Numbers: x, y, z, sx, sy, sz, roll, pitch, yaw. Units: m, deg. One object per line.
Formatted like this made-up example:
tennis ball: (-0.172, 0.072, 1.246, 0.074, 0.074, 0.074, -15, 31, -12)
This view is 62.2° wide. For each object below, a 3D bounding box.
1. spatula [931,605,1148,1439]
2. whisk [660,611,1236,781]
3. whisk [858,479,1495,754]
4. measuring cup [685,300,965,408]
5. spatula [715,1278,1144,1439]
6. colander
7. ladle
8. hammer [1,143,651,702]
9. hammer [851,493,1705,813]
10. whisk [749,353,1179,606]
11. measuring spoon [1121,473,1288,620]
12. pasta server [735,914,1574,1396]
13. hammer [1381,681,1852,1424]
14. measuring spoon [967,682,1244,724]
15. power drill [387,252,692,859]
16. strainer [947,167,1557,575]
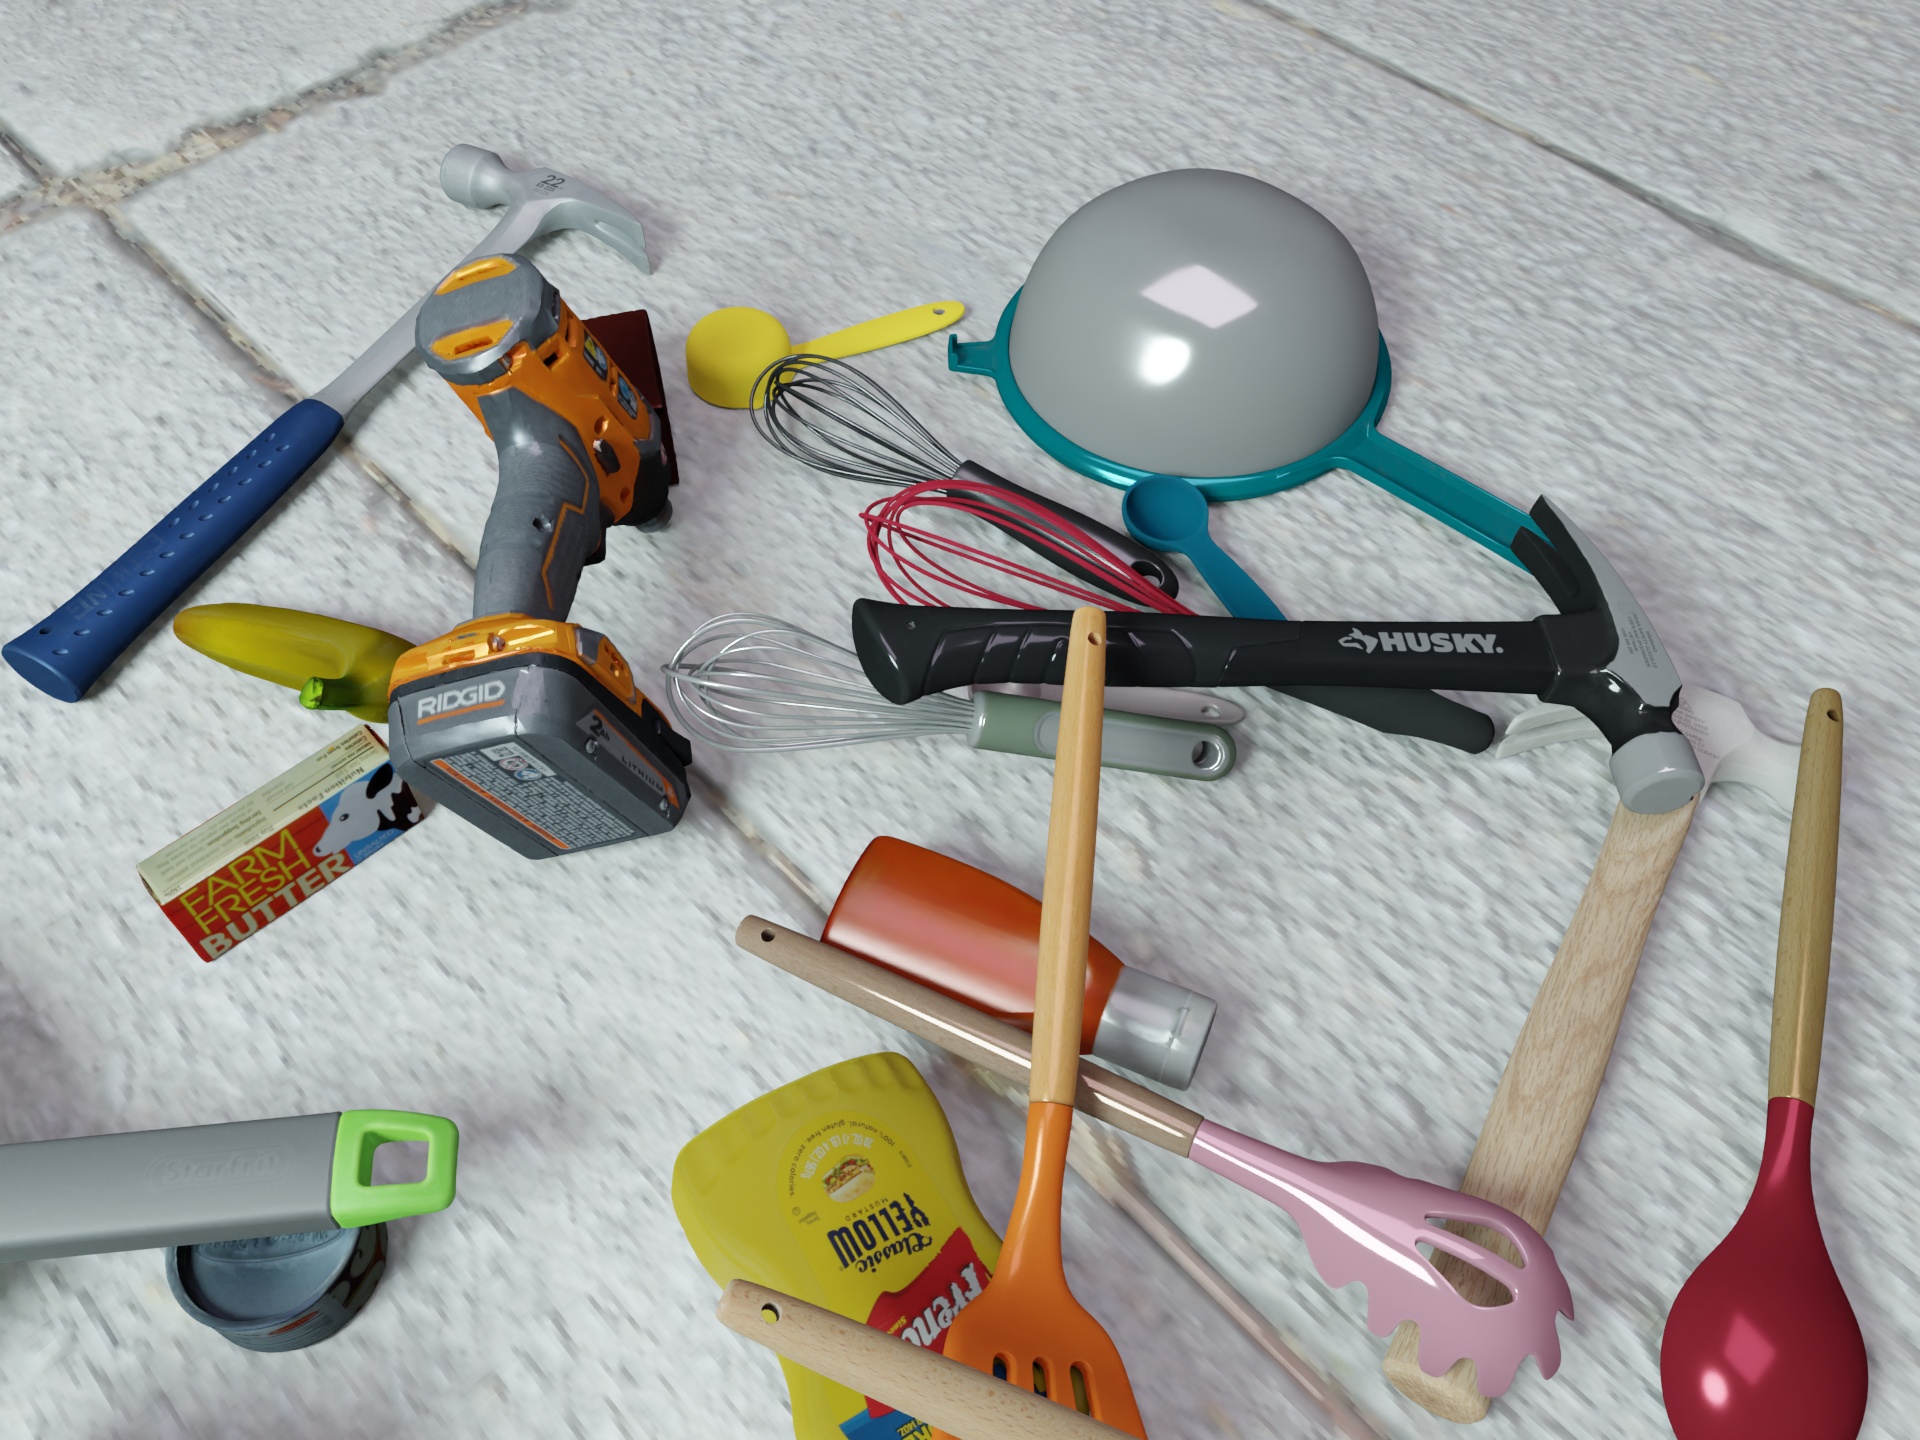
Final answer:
spatula: (0.036, 0.103, 0.530, 0.081, 0.041, 0.323, 13, 65, -15)
whisk: (-0.001, -0.002, 0.661, 0.246, 0.059, 0.058, 8, 97, -11)
whisk: (0.091, -0.041, 0.704, 0.296, 0.073, 0.073, 20, 56, 7)
measuring cup: (-0.071, -0.209, 0.849, 0.156, 0.029, 0.062, -18, 55, -11)
spatula: (0.075, 0.232, 0.456, 0.317, 0.044, 0.082, 24, 58, -1)
colander: (-0.364, 0.178, 0.526, 0.397, 0.094, 0.205, -4, 54, -6)
ladle: (0.305, 0.117, 0.580, 0.069, 0.031, 0.316, 21, 61, 2)
hammer: (-0.315, -0.163, 0.815, 0.144, 0.035, 0.406, 21, 56, 16)
hammer: (0.123, -0.032, 0.647, 0.334, 0.035, 0.146, 1, 54, -8)
whisk: (-0.001, -0.113, 0.769, 0.239, 0.055, 0.055, 30, 59, 15)
measuring spoon: (0.121, -0.064, 0.752, 0.042, 0.021, 0.129, -28, 67, -20)
pasta server: (0.057, 0.137, 0.555, 0.316, 0.040, 0.060, 21, 57, 20)
hammer: (0.235, 0.107, 0.609, 0.130, 0.031, 0.331, 25, 58, 18)
measuring spoon: (0.064, -0.004, 0.707, 0.124, 0.018, 0.034, 6, 40, -3)
power drill: (-0.166, -0.062, 0.676, 0.084, 0.164, 0.227, -13, 62, 13)
strainer: (0.167, -0.183, 0.786, 0.341, 0.095, 0.211, 37, 62, 26)
